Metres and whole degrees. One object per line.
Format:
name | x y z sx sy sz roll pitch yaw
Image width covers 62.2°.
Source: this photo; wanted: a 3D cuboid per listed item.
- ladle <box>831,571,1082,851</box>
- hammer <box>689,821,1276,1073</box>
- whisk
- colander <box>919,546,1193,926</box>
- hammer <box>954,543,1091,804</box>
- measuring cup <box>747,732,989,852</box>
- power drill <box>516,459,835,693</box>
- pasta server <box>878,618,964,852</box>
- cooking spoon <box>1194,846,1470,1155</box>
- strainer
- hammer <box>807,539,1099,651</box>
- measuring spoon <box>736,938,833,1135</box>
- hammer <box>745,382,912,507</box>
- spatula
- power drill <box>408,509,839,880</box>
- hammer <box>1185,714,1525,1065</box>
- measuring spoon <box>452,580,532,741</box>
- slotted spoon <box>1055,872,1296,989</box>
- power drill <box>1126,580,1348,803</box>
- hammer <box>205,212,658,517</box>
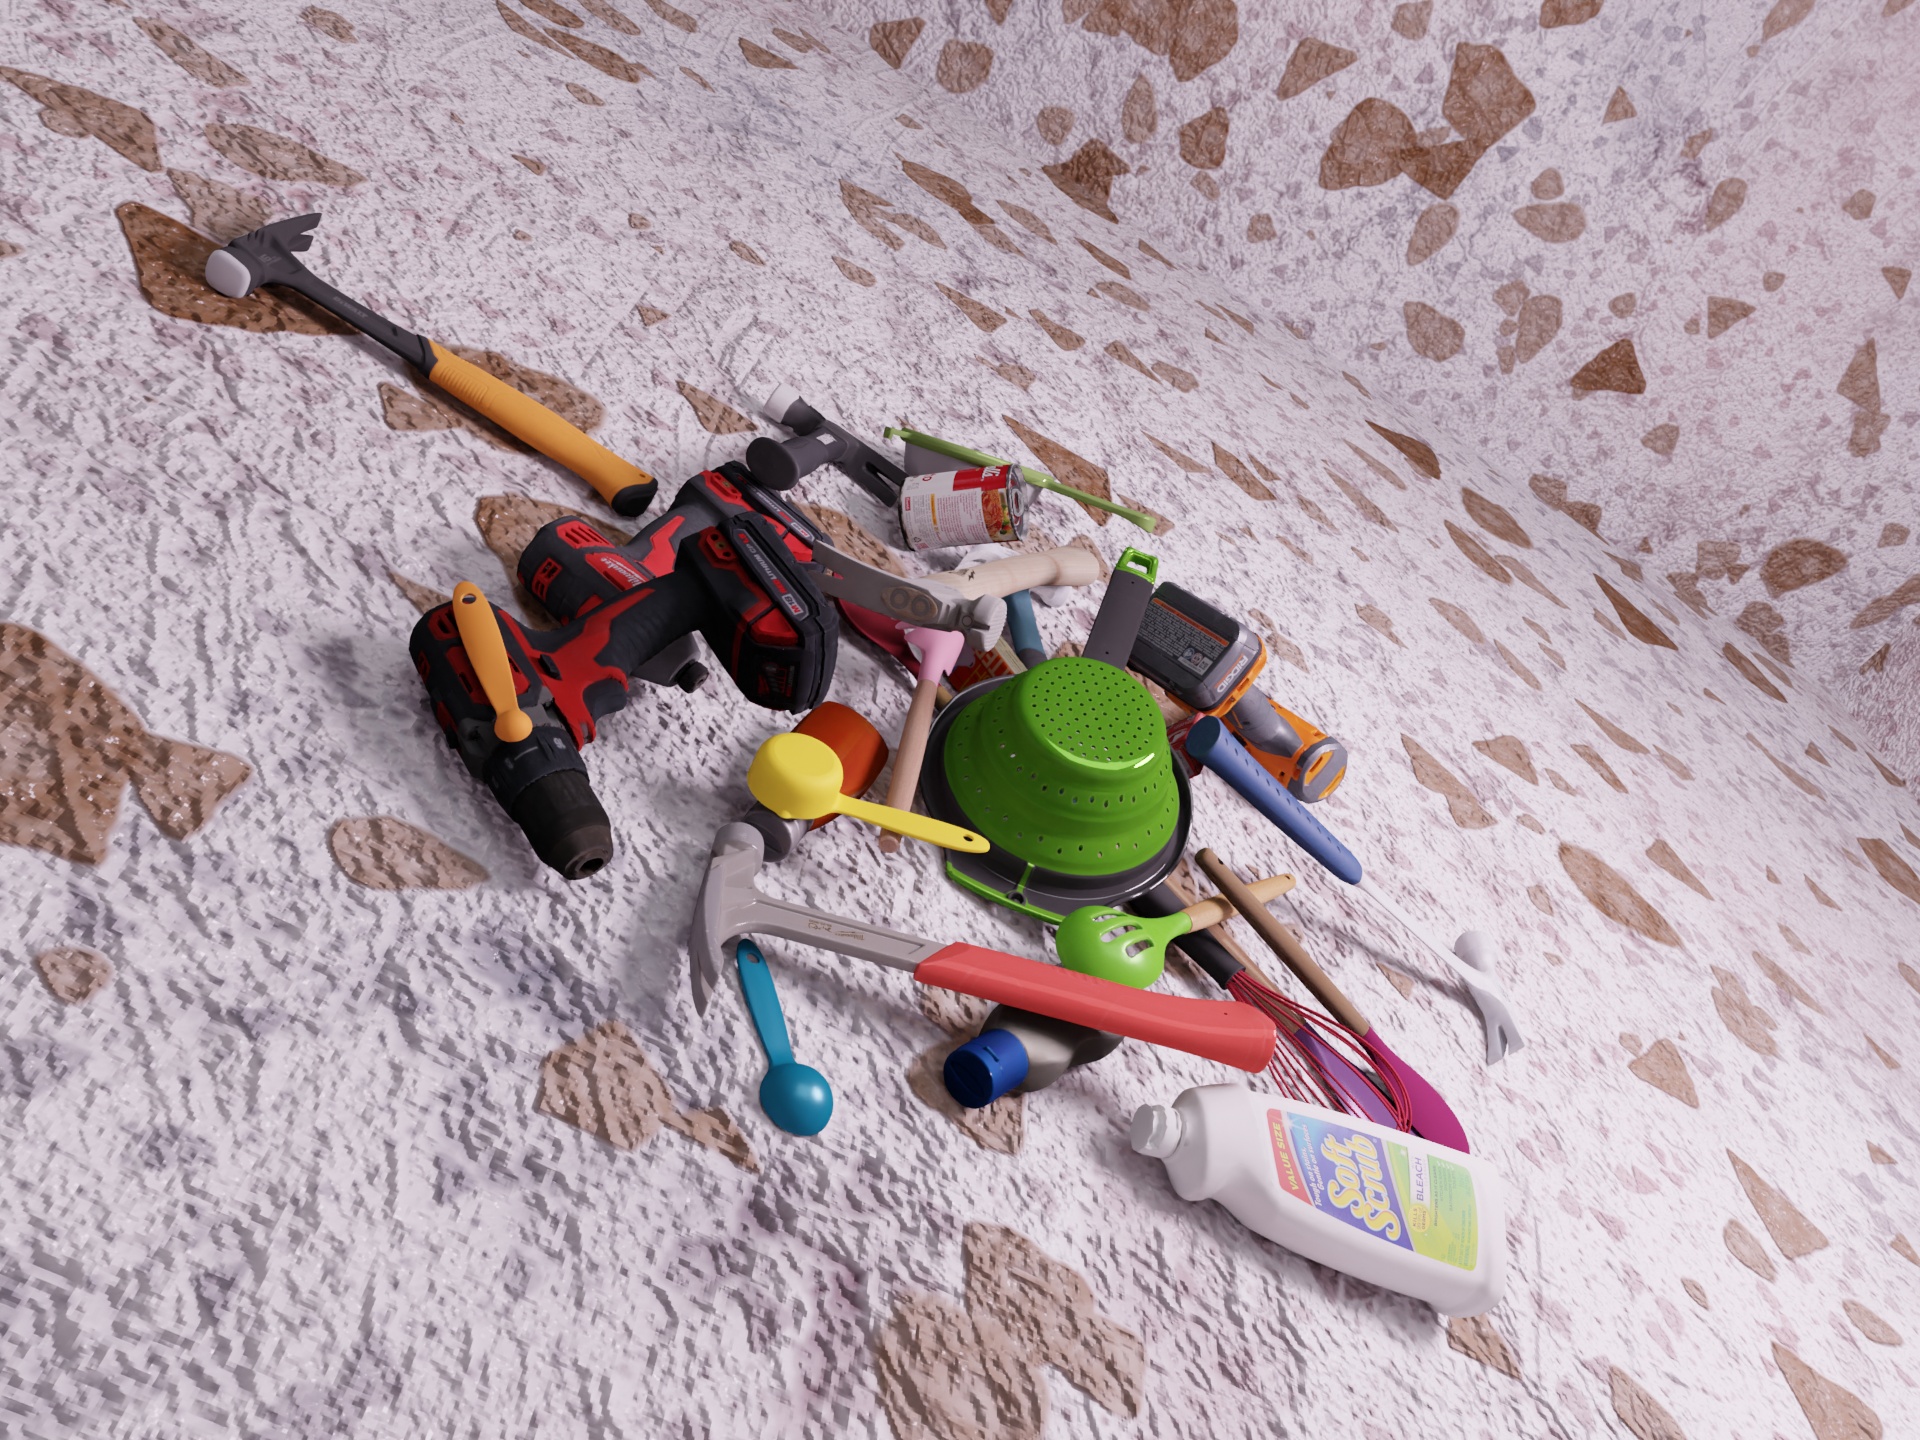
ladle | -0.002 -0.004 1.216 0.316 0.031 0.069 50 31 18
hammer | 0.020 0.155 0.929 0.359 0.036 0.149 17 27 -13
whisk | 0.208 0.197 1.128 0.296 0.073 0.073 45 29 26
colander | 0.103 -0.031 1.176 0.204 0.094 0.397 22 46 2
hammer | 0.064 -0.044 1.336 0.128 0.033 0.331 22 32 -26
measuring cup | -0.053 0.046 0.974 0.156 0.029 0.062 18 33 -5
power drill | -0.188 -0.097 1.102 0.143 0.078 0.220 41 32 7
pasta server | -0.032 -0.004 1.113 0.060 0.040 0.316 40 29 -18
cooking spoon | 0.275 0.208 1.151 0.318 0.017 0.069 47 26 -11
strainer | 0.052 -0.198 1.458 0.256 0.069 0.151 23 10 19
hammer | 0.023 -0.117 1.274 0.146 0.038 0.410 21 15 16
measuring spoon | -0.098 0.166 0.869 0.042 0.021 0.129 12 39 -38
hammer | -0.119 -0.215 1.295 0.146 0.035 0.335 35 13 -5
spatula | 0.231 0.208 1.171 0.316 0.018 0.059 48 32 16
power drill | -0.183 -0.017 0.925 0.226 0.080 0.188 -23 60 -27
hammer | 0.324 0.132 1.277 0.405 0.035 0.144 39 27 -25
measuring spoon | -0.259 -0.036 0.874 0.021 0.011 0.117 -16 58 -19
slotted spoon | 0.167 0.136 1.119 0.070 0.031 0.313 44 27 25
power drill | 0.228 -0.025 1.380 0.226 0.084 0.164 40 -1 -44
hammer | -0.371 -0.257 1.171 0.336 0.034 0.127 33 30 -8
